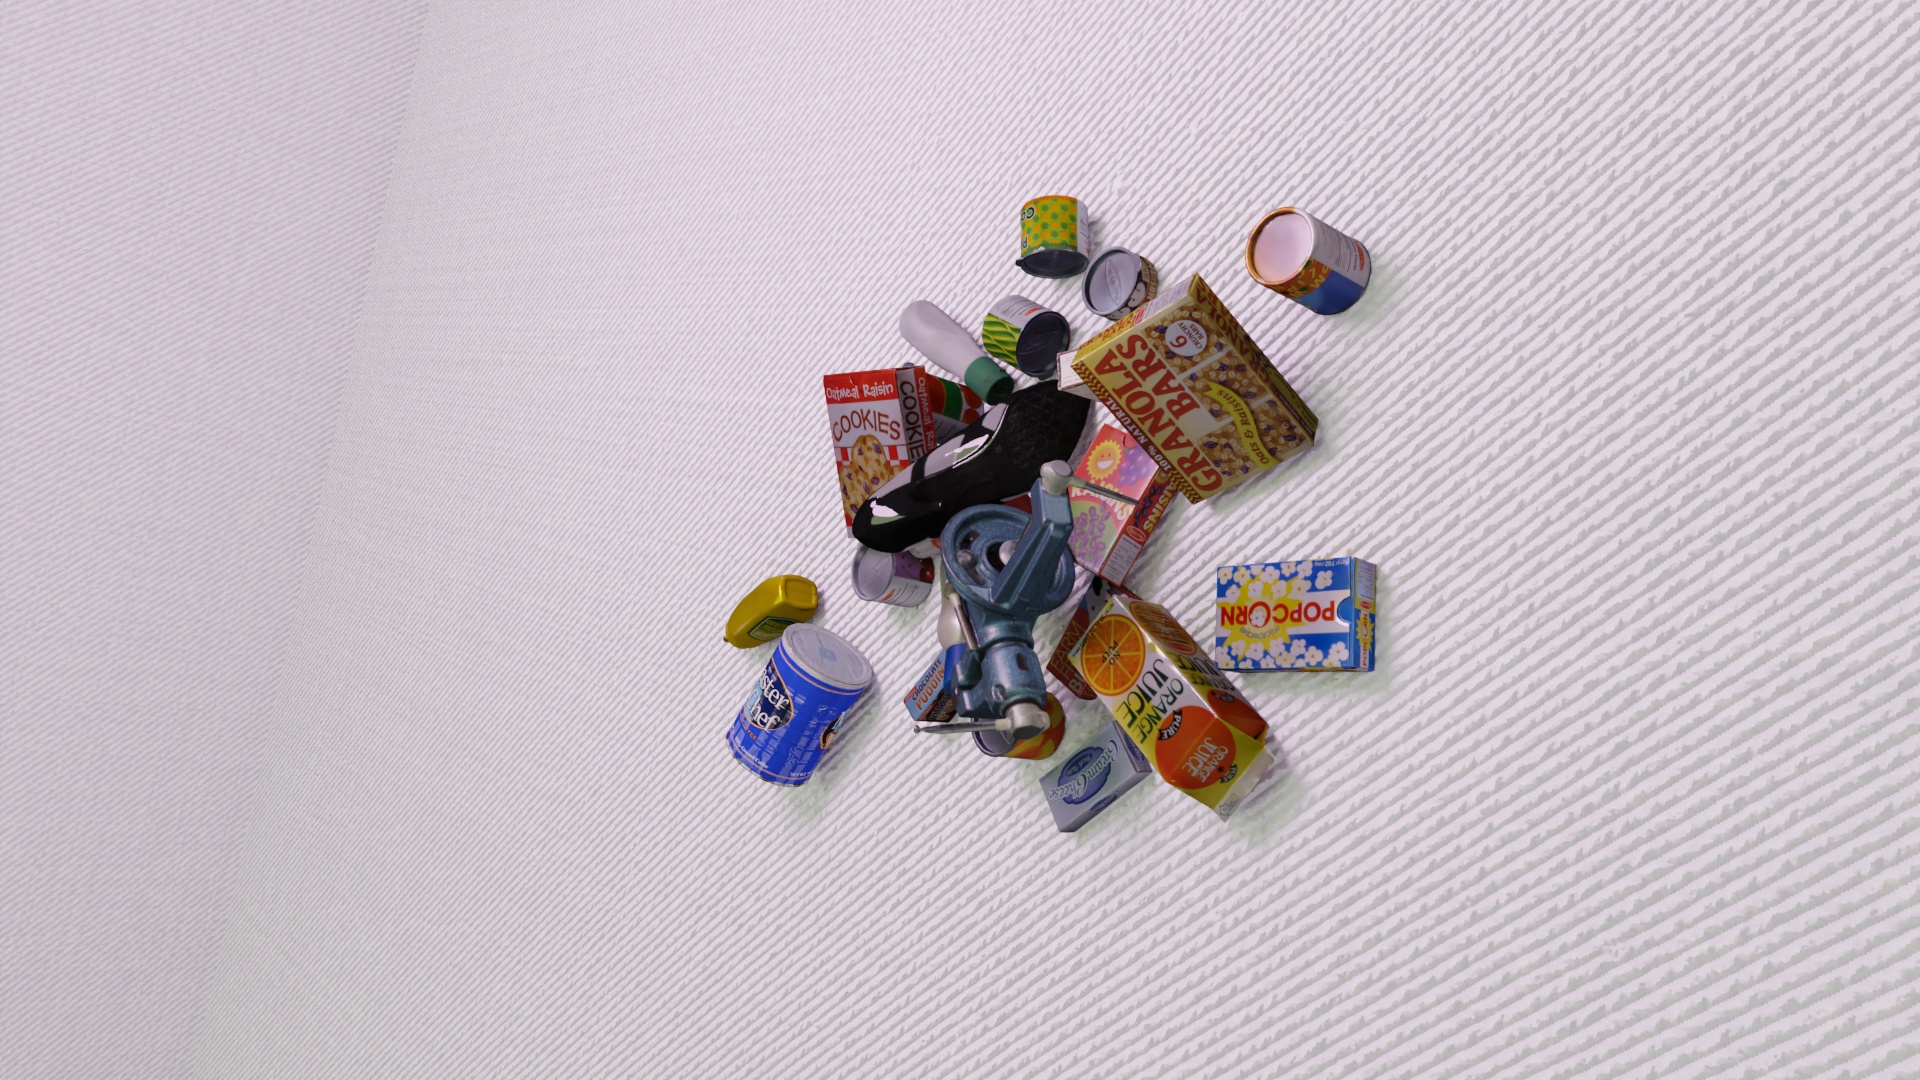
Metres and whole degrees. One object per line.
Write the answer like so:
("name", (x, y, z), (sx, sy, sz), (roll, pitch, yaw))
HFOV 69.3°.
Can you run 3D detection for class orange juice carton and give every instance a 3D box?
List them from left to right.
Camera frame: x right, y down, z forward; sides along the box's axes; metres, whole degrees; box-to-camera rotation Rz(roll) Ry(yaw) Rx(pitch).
("orange juice carton", (0.178, 0.135, 1.130), (0.071, 0.073, 0.193), (-56, 48, 21))

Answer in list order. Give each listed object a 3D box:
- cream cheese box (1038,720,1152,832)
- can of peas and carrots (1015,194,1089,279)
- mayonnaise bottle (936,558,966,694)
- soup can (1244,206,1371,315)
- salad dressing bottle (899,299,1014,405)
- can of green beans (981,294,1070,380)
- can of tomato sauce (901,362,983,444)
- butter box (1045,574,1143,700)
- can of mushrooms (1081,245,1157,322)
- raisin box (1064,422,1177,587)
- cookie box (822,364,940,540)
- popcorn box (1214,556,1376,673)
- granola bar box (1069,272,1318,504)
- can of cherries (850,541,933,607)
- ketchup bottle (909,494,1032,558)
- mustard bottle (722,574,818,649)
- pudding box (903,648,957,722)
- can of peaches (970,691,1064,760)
("cream cheese box", (0.116, 0.206, 1.212), (0.103, 0.024, 0.053), (-44, 52, 30))
("can of peas and carrots", (0.088, -0.291, 1.332), (0.071, 0.071, 0.059), (-13, 70, 44))
("mayonnaise bottle", (0.007, 0.076, 1.300), (0.041, 0.064, 0.149), (-31, 39, 36))
("soup can", (0.275, -0.222, 1.110), (0.071, 0.084, 0.071), (-13, 71, 44))
("salad dressing bottle", (-0.004, -0.190, 1.411), (0.148, 0.064, 0.043), (45, 121, 34))
("can of green beans", (0.063, -0.197, 1.337), (0.058, 0.071, 0.071), (35, 106, 45))
("can of tomato sauce", (-0.028, -0.135, 1.403), (0.071, 0.083, 0.071), (-13, 71, 44))
("butter box", (0.120, 0.085, 1.237), (0.053, 0.024, 0.103), (39, 108, 45))
("can of mushrooms", (0.149, -0.237, 1.282), (0.071, 0.033, 0.071), (-14, 70, 44))
("raisin box", (0.133, -0.032, 1.226), (0.086, 0.040, 0.123), (31, 90, 47))
("cookie box", (-0.074, -0.084, 1.358), (0.123, 0.040, 0.167), (2, 104, 50))
("popcorn box", (0.261, 0.060, 1.089), (0.126, 0.038, 0.085), (-7, 74, 45))
("granola bar box", (0.189, -0.119, 1.124), (0.124, 0.165, 0.039), (-29, 24, 37))
("can of cherries", (-0.070, 0.031, 1.424), (0.071, 0.058, 0.071), (-13, 72, 45))
("ketchup bottle", (0.005, -0.017, 1.359), (0.148, 0.064, 0.044), (-21, 22, 45))
("mustard bottle", (-0.224, 0.088, 1.568), (0.159, 0.065, 0.049), (-34, 52, 43))
("pudding box", (-0.012, 0.138, 1.343), (0.083, 0.050, 0.030), (-52, 50, 24))
("can of peaches", (0.054, 0.164, 1.262), (0.071, 0.058, 0.071), (-14, 70, 43))
